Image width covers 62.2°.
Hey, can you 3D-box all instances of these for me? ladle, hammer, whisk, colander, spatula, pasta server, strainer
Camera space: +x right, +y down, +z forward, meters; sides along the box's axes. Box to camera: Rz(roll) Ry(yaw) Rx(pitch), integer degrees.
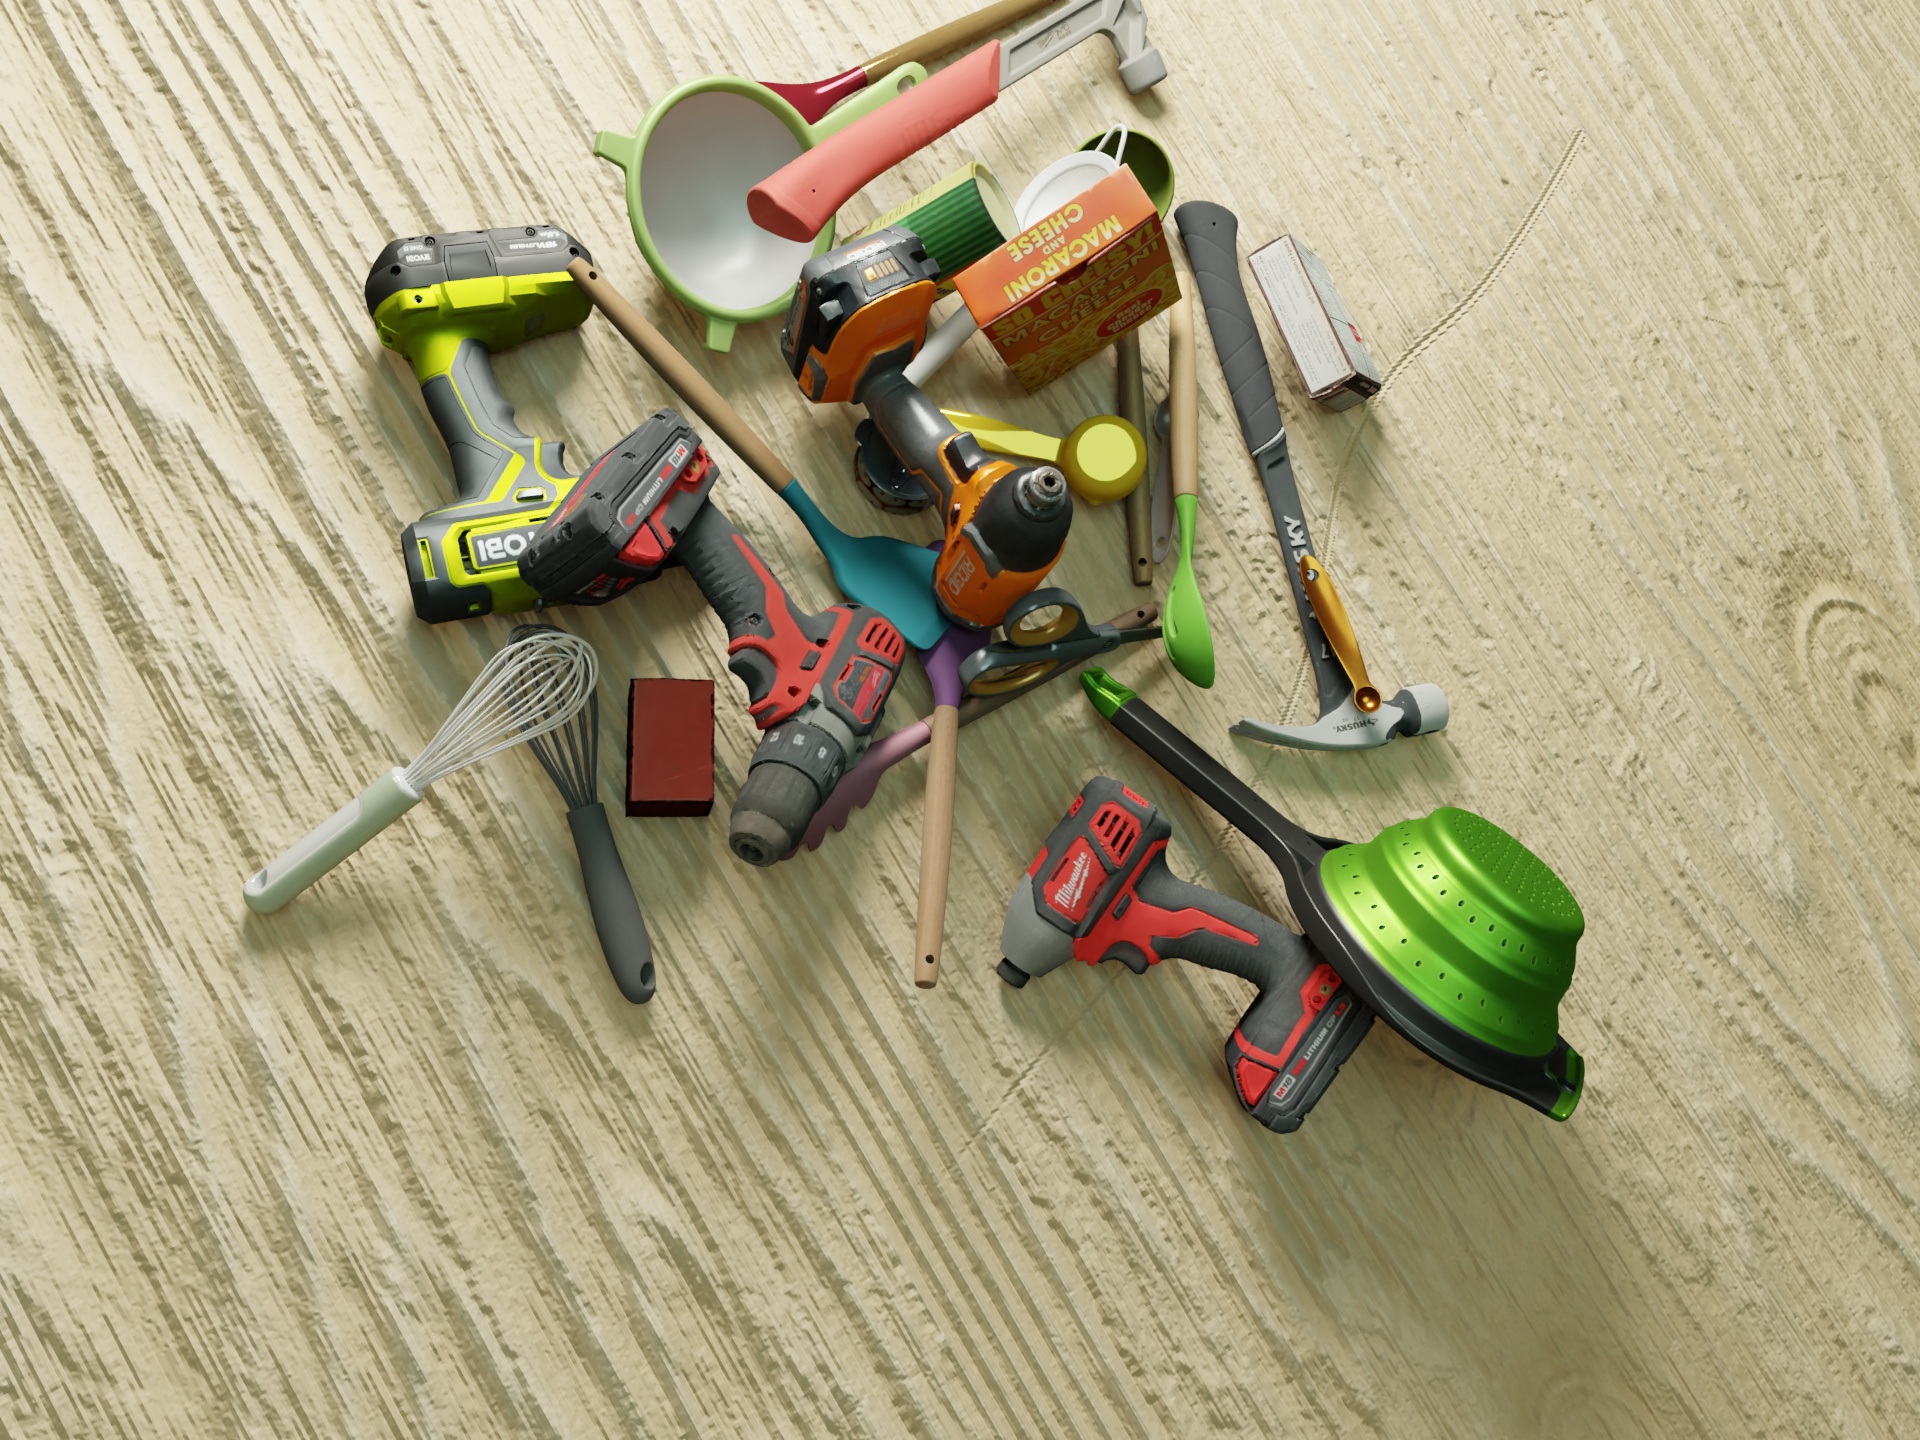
[{"bbox_3d":[-0.048,-0.461,1.120,0.315,0.031,0.069,-33,91,-19],"label":"ladle"},{"bbox_3d":[0.116,-0.251,1.092,0.078,0.062,0.320,-4,80,7],"label":"ladle"},{"bbox_3d":[-0.007,-0.429,1.066,0.359,0.037,0.149,-41,109,-27],"label":"hammer"},{"bbox_3d":[-0.308,0.031,0.904,0.246,0.059,0.058,-37,46,2],"label":"whisk"},{"bbox_3d":[0.246,0.068,0.985,0.397,0.204,0.094,41,114,14],"label":"colander"},{"bbox_3d":[-0.121,-0.171,0.994,0.317,0.044,0.082,45,53,-16],"label":"spatula"},{"bbox_3d":[-0.012,0.015,0.978,0.059,0.018,0.316,9,58,-10],"label":"spatula"},{"bbox_3d":[0.214,-0.174,1.107,0.149,0.036,0.409,-11,79,-14],"label":"hammer"},{"bbox_3d":[-0.223,0.054,0.951,0.055,0.055,0.239,-16,86,-16],"label":"whisk"},{"bbox_3d":[-0.002,-0.003,1.023,0.316,0.040,0.060,-28,85,-21],"label":"pasta server"},{"bbox_3d":[0.028,-0.291,1.067,0.258,0.050,0.087,-45,49,-1],"label":"strainer"},{"bbox_3d":[-0.125,-0.366,1.052,0.256,0.069,0.151,-44,121,-25],"label":"strainer"}]

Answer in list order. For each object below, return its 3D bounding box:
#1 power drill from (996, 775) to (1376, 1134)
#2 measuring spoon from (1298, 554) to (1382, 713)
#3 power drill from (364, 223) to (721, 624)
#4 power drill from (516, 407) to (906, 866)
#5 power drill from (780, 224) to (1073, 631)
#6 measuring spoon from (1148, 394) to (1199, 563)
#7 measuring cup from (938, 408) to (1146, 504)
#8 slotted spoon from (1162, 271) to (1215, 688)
[{"bbox_3d":[0.135,0.149,0.983,0.219,0.078,0.143,35,95,2],"label":"power drill"},{"bbox_3d":[0.252,-0.058,1.065,0.021,0.011,0.117,-18,77,-12],"label":"measuring spoon"},{"bbox_3d":[-0.259,-0.181,0.980,0.190,0.080,0.228,-13,82,-20],"label":"power drill"},{"bbox_3d":[-0.139,-0.043,0.912,0.226,0.080,0.188,45,45,-22],"label":"power drill"},{"bbox_3d":[-0.013,-0.177,0.953,0.084,0.164,0.226,-29,83,-21],"label":"power drill"},{"bbox_3d":[0.147,-0.166,1.098,0.018,0.034,0.124,18,76,-47],"label":"measuring spoon"},{"bbox_3d":[0.048,-0.187,1.062,0.156,0.029,0.062,13,88,1],"label":"measuring cup"},{"bbox_3d":[0.148,-0.167,1.055,0.031,0.070,0.314,2,67,1],"label":"slotted spoon"}]
